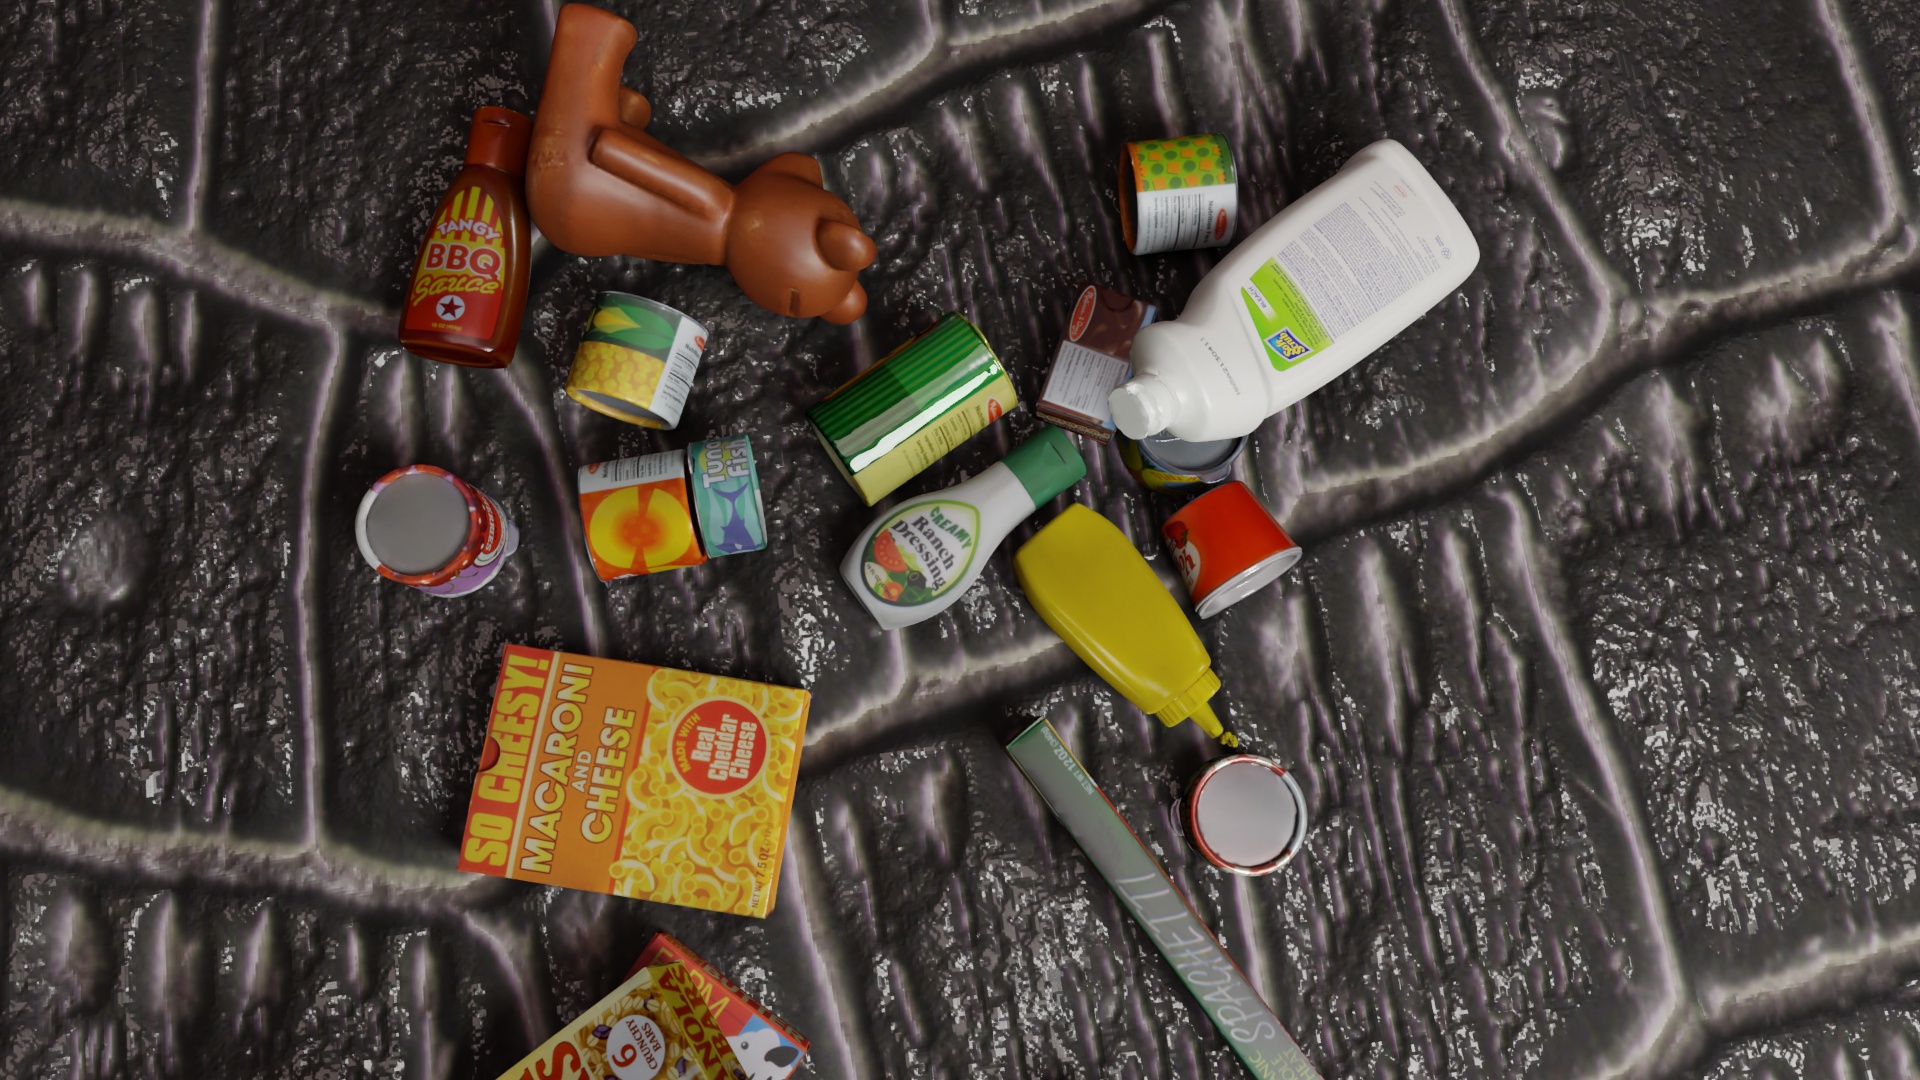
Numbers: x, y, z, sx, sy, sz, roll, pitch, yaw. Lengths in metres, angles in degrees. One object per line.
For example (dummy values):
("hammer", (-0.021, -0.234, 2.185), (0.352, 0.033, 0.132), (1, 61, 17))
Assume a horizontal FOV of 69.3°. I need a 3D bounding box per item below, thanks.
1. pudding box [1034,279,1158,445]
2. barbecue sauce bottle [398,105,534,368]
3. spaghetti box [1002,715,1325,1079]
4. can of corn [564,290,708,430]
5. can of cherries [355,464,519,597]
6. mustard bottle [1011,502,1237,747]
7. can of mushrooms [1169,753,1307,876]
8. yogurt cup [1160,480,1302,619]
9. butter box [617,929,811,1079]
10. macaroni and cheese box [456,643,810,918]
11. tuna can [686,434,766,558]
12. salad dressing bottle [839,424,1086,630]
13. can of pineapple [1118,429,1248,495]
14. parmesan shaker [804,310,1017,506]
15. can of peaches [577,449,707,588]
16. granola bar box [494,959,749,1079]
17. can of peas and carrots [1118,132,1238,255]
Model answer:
("pudding box", (0.079, -0.104, 0.813), (0.050, 0.030, 0.084), (19, 79, 3))
("barbecue sauce bottle", (-0.279, -0.177, 0.808), (0.065, 0.043, 0.149), (8, 79, 1))
("spaghetti box", (0.109, 0.201, 0.747), (0.029, 0.050, 0.250), (-37, 83, -6))
("can of corn", (-0.186, -0.101, 0.786), (0.071, 0.071, 0.058), (16, 80, 1))
("can of cherries", (-0.288, -0.005, 0.768), (0.071, 0.058, 0.071), (0, 80, -1))
("mustard bottle", (0.097, 0.055, 0.774), (0.065, 0.048, 0.160), (-39, 84, -7))
("can of mushrooms", (0.153, 0.151, 0.766), (0.071, 0.033, 0.071), (0, 80, -2))
("yogurt cup", (0.149, 0.003, 0.779), (0.072, 0.072, 0.054), (-28, 74, -6))
("butter box", (-0.136, 0.260, 0.741), (0.103, 0.024, 0.053), (37, 82, 5))
("macaroni and cheese box", (-0.175, 0.129, 0.756), (0.166, 0.040, 0.124), (9, 79, 0))
("tuna can", (-0.129, -0.027, 0.771), (0.033, 0.071, 0.071), (-10, 80, -5))
("salad dressing bottle", (0.003, -0.010, 0.786), (0.148, 0.044, 0.064), (-37, 84, -8))
("can of pineapple", (0.126, -0.061, 0.792), (0.071, 0.057, 0.071), (0, 80, -1))
("parmesan shaker", (-0.029, -0.076, 0.783), (0.103, 0.071, 0.071), (-35, 83, -7))
("can of peaches", (-0.175, -0.012, 0.770), (0.058, 0.071, 0.071), (-11, 80, -4))
("granola bar box", (-0.152, 0.314, 0.686), (0.124, 0.039, 0.166), (-38, 72, 8))
("can of peas and carrots", (0.126, -0.204, 0.816), (0.059, 0.071, 0.071), (-6, 80, -2))
